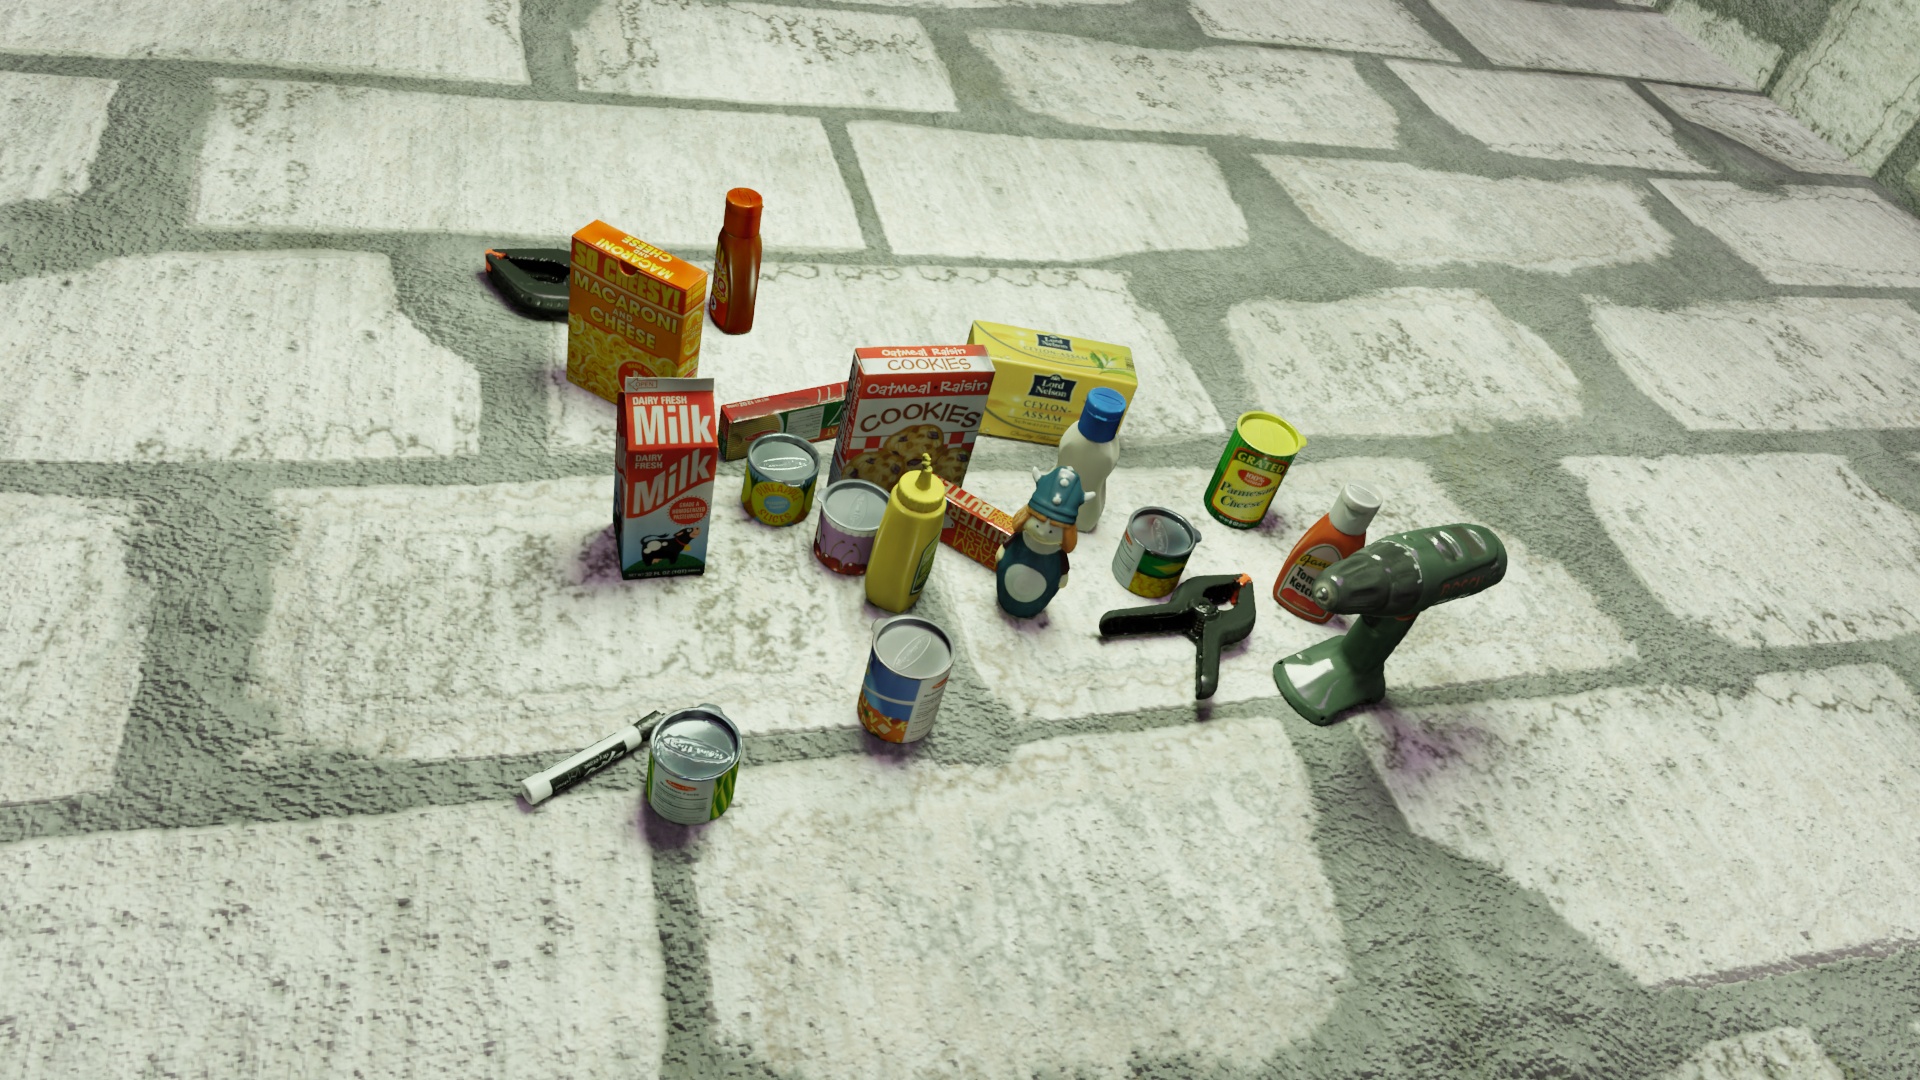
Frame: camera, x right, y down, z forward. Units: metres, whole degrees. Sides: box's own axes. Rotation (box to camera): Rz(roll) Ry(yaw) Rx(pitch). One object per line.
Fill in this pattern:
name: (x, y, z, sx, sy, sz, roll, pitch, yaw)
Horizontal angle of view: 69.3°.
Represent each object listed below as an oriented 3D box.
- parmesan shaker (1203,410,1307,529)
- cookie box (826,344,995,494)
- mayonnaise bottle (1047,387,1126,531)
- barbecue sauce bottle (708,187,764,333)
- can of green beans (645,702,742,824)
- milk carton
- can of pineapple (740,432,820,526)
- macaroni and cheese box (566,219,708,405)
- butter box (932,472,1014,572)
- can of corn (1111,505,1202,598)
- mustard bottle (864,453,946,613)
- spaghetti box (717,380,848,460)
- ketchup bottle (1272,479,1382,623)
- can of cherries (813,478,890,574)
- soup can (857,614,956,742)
parmesan shaker: (0.292, -0.068, 1.381, 0.071, 0.102, 0.072, 9, 43, -8)
cookie box: (-0.048, -0.102, 1.263, 0.123, 0.166, 0.040, -5, 47, -22)
mayonnaise bottle: (0.118, -0.076, 1.302, 0.065, 0.147, 0.041, 20, 43, 3)
barbecue sauce bottle: (-0.227, -0.286, 1.413, 0.044, 0.147, 0.065, -9, 49, -25)
can of green beans: (-0.196, 0.166, 1.019, 0.071, 0.057, 0.071, 9, 43, -8)
milk carton: (-0.244, -0.060, 1.141, 0.072, 0.189, 0.074, -3, 46, -20)
can of pineapple: (-0.163, -0.054, 1.258, 0.071, 0.057, 0.071, 9, 43, -8)
macaroni and cheese box: (-0.301, -0.195, 1.282, 0.124, 0.165, 0.040, 27, 44, 11)
butter box: (0.005, -0.016, 1.274, 0.103, 0.052, 0.024, 29, 44, 13)
can of corn: (0.183, 0.011, 1.297, 0.071, 0.058, 0.071, 9, 43, -8)
mustard bottle: (-0.042, -0.009, 1.174, 0.049, 0.159, 0.066, 25, 43, 9)
spaghetti box: (-0.117, -0.128, 1.355, 0.251, 0.049, 0.029, -15, 52, -30)
ketchup bottle: (0.343, 0.008, 1.284, 0.065, 0.148, 0.044, 29, 44, 13)
can of cherries: (-0.097, -0.013, 1.235, 0.071, 0.058, 0.072, 9, 43, -8)
soup can: (-0.046, 0.109, 1.106, 0.071, 0.083, 0.072, 9, 43, -8)
